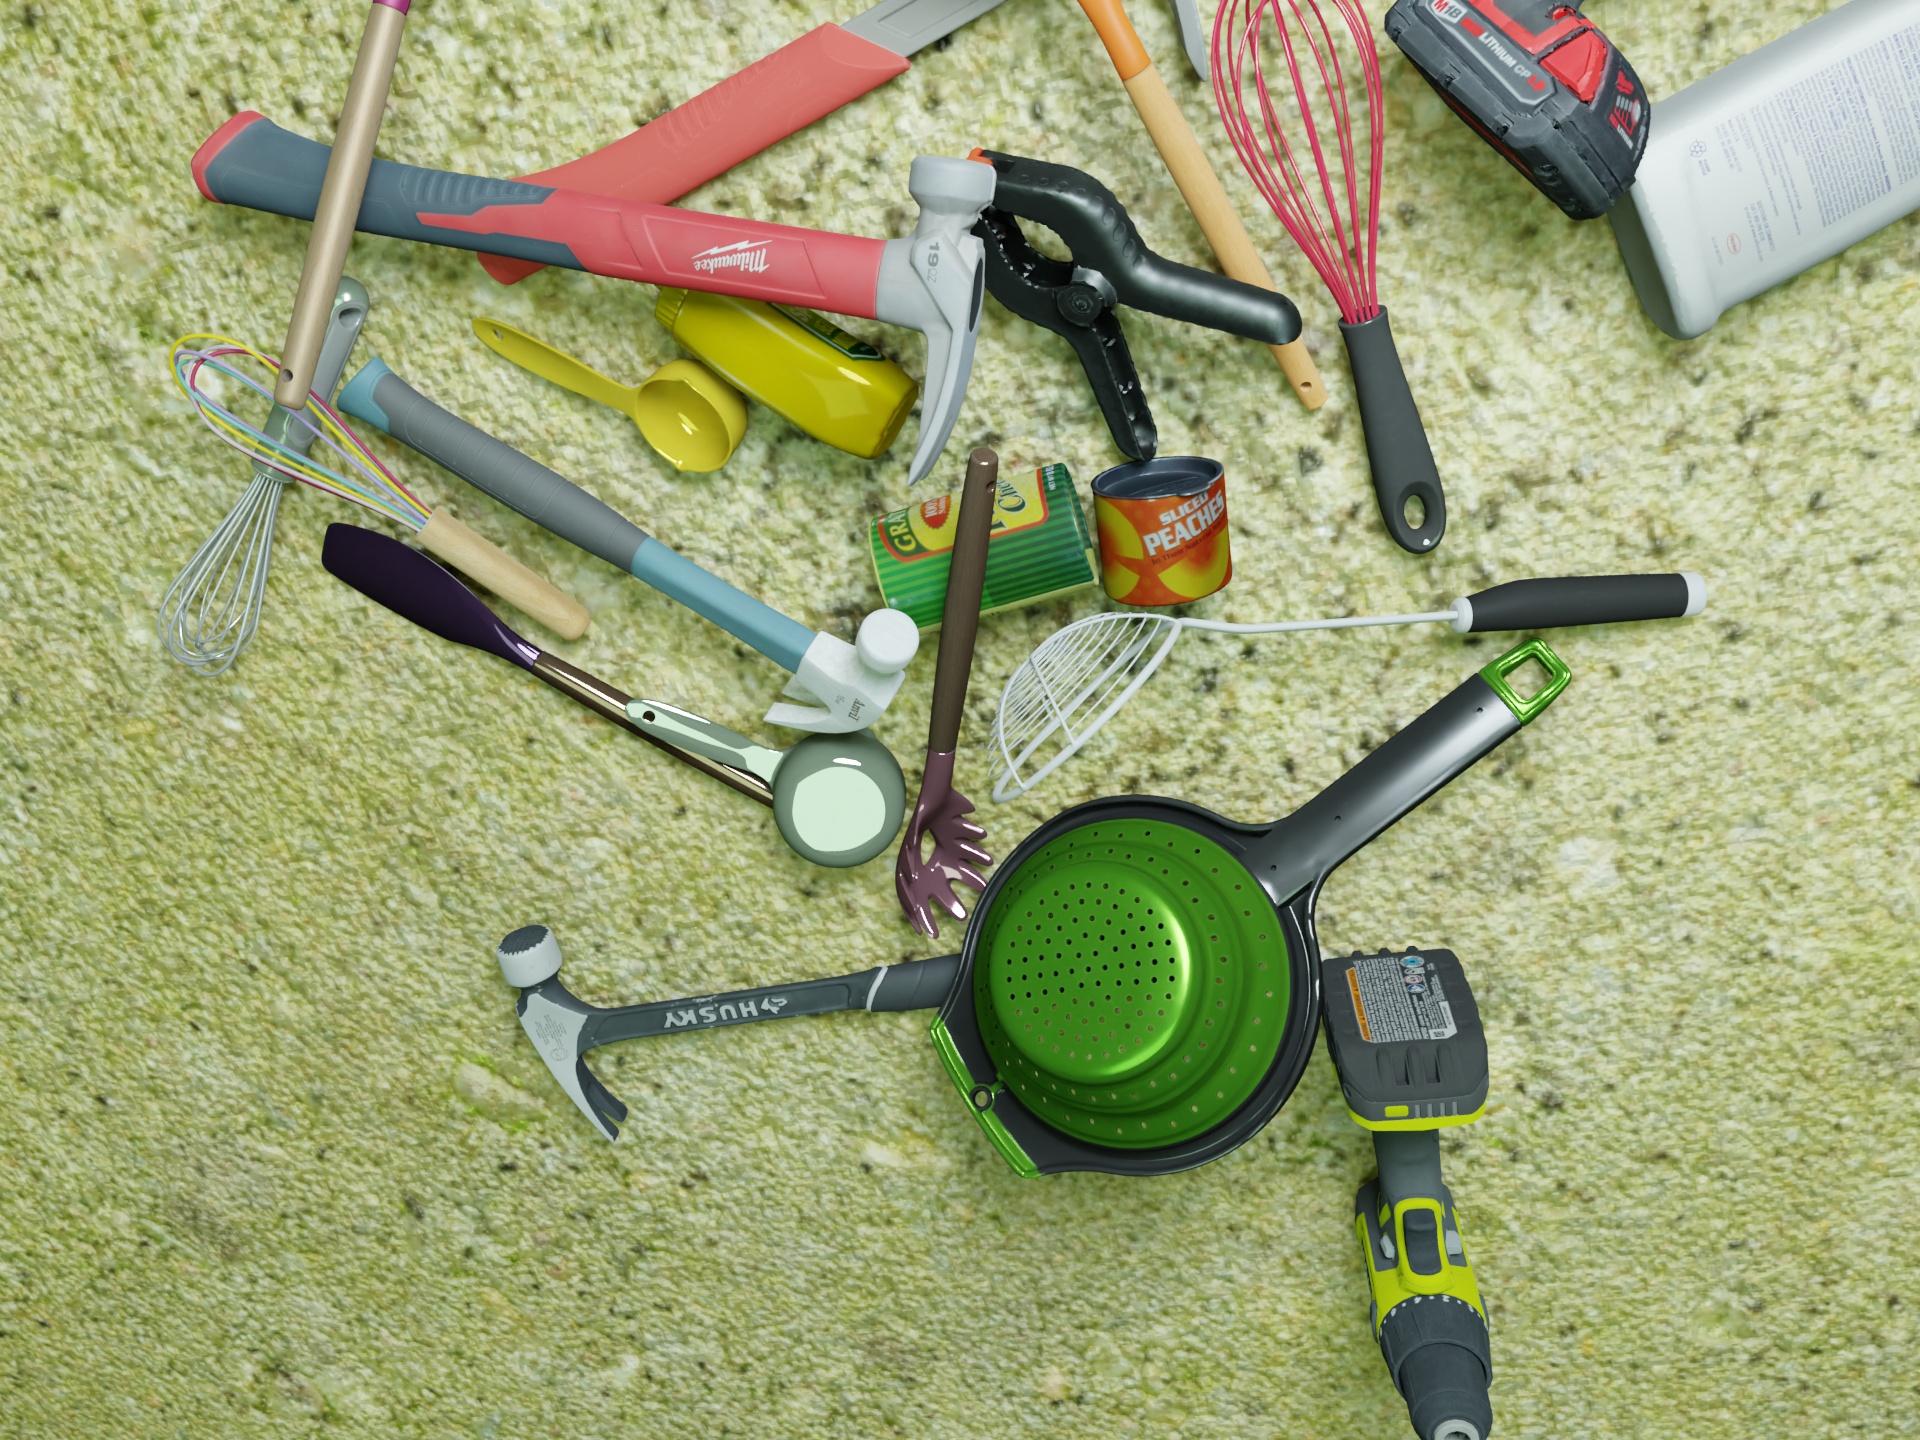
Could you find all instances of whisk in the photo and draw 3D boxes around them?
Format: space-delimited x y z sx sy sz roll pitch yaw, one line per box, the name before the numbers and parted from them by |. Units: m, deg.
whisk | -0.296 -0.117 0.828 0.244 0.051 0.047 36 98 -25
whisk | 0.182 -0.206 0.741 0.073 0.073 0.295 -17 118 15
whisk | -0.372 -0.128 0.856 0.059 0.057 0.246 42 113 24

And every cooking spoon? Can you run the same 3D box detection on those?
cooking spoon | -0.265 -0.296 0.720 0.069 0.017 0.319 17 94 7

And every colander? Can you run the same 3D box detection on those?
colander | 0.142 0.083 0.818 0.397 0.094 0.205 -39 67 9

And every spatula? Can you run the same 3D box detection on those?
spatula | -0.215 -0.022 0.895 0.316 0.018 0.059 31 138 -8
spatula | 0.088 -0.262 0.701 0.081 0.041 0.322 -24 122 24

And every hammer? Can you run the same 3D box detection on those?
hammer | -0.069 0.169 0.956 0.409 0.036 0.149 -9 114 11
hammer | -0.070 -0.290 0.746 0.359 0.037 0.149 -23 109 16
hammer | -0.178 -0.094 0.827 0.331 0.033 0.128 31 152 1
hammer | -0.180 -0.213 0.744 0.386 0.038 0.143 12 108 10

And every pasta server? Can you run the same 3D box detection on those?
pasta server | -0.001 -0.003 0.818 0.040 0.060 0.316 40 142 29

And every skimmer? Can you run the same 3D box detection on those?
skimmer | 0.192 -0.019 0.798 0.363 0.127 0.090 -5 94 -1

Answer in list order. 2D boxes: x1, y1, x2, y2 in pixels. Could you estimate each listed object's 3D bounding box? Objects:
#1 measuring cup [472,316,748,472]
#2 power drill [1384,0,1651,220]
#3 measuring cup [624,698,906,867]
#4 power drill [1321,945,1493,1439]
measuring cup | -0.179 -0.179 0.818 0.156 0.029 0.062 26 142 9
power drill | 0.293 -0.319 0.630 0.219 0.143 0.078 -46 147 23
measuring cup | -0.108 0.028 0.879 0.167 0.038 0.083 23 101 -11
power drill | 0.251 0.260 0.873 0.080 0.191 0.228 -7 109 9
